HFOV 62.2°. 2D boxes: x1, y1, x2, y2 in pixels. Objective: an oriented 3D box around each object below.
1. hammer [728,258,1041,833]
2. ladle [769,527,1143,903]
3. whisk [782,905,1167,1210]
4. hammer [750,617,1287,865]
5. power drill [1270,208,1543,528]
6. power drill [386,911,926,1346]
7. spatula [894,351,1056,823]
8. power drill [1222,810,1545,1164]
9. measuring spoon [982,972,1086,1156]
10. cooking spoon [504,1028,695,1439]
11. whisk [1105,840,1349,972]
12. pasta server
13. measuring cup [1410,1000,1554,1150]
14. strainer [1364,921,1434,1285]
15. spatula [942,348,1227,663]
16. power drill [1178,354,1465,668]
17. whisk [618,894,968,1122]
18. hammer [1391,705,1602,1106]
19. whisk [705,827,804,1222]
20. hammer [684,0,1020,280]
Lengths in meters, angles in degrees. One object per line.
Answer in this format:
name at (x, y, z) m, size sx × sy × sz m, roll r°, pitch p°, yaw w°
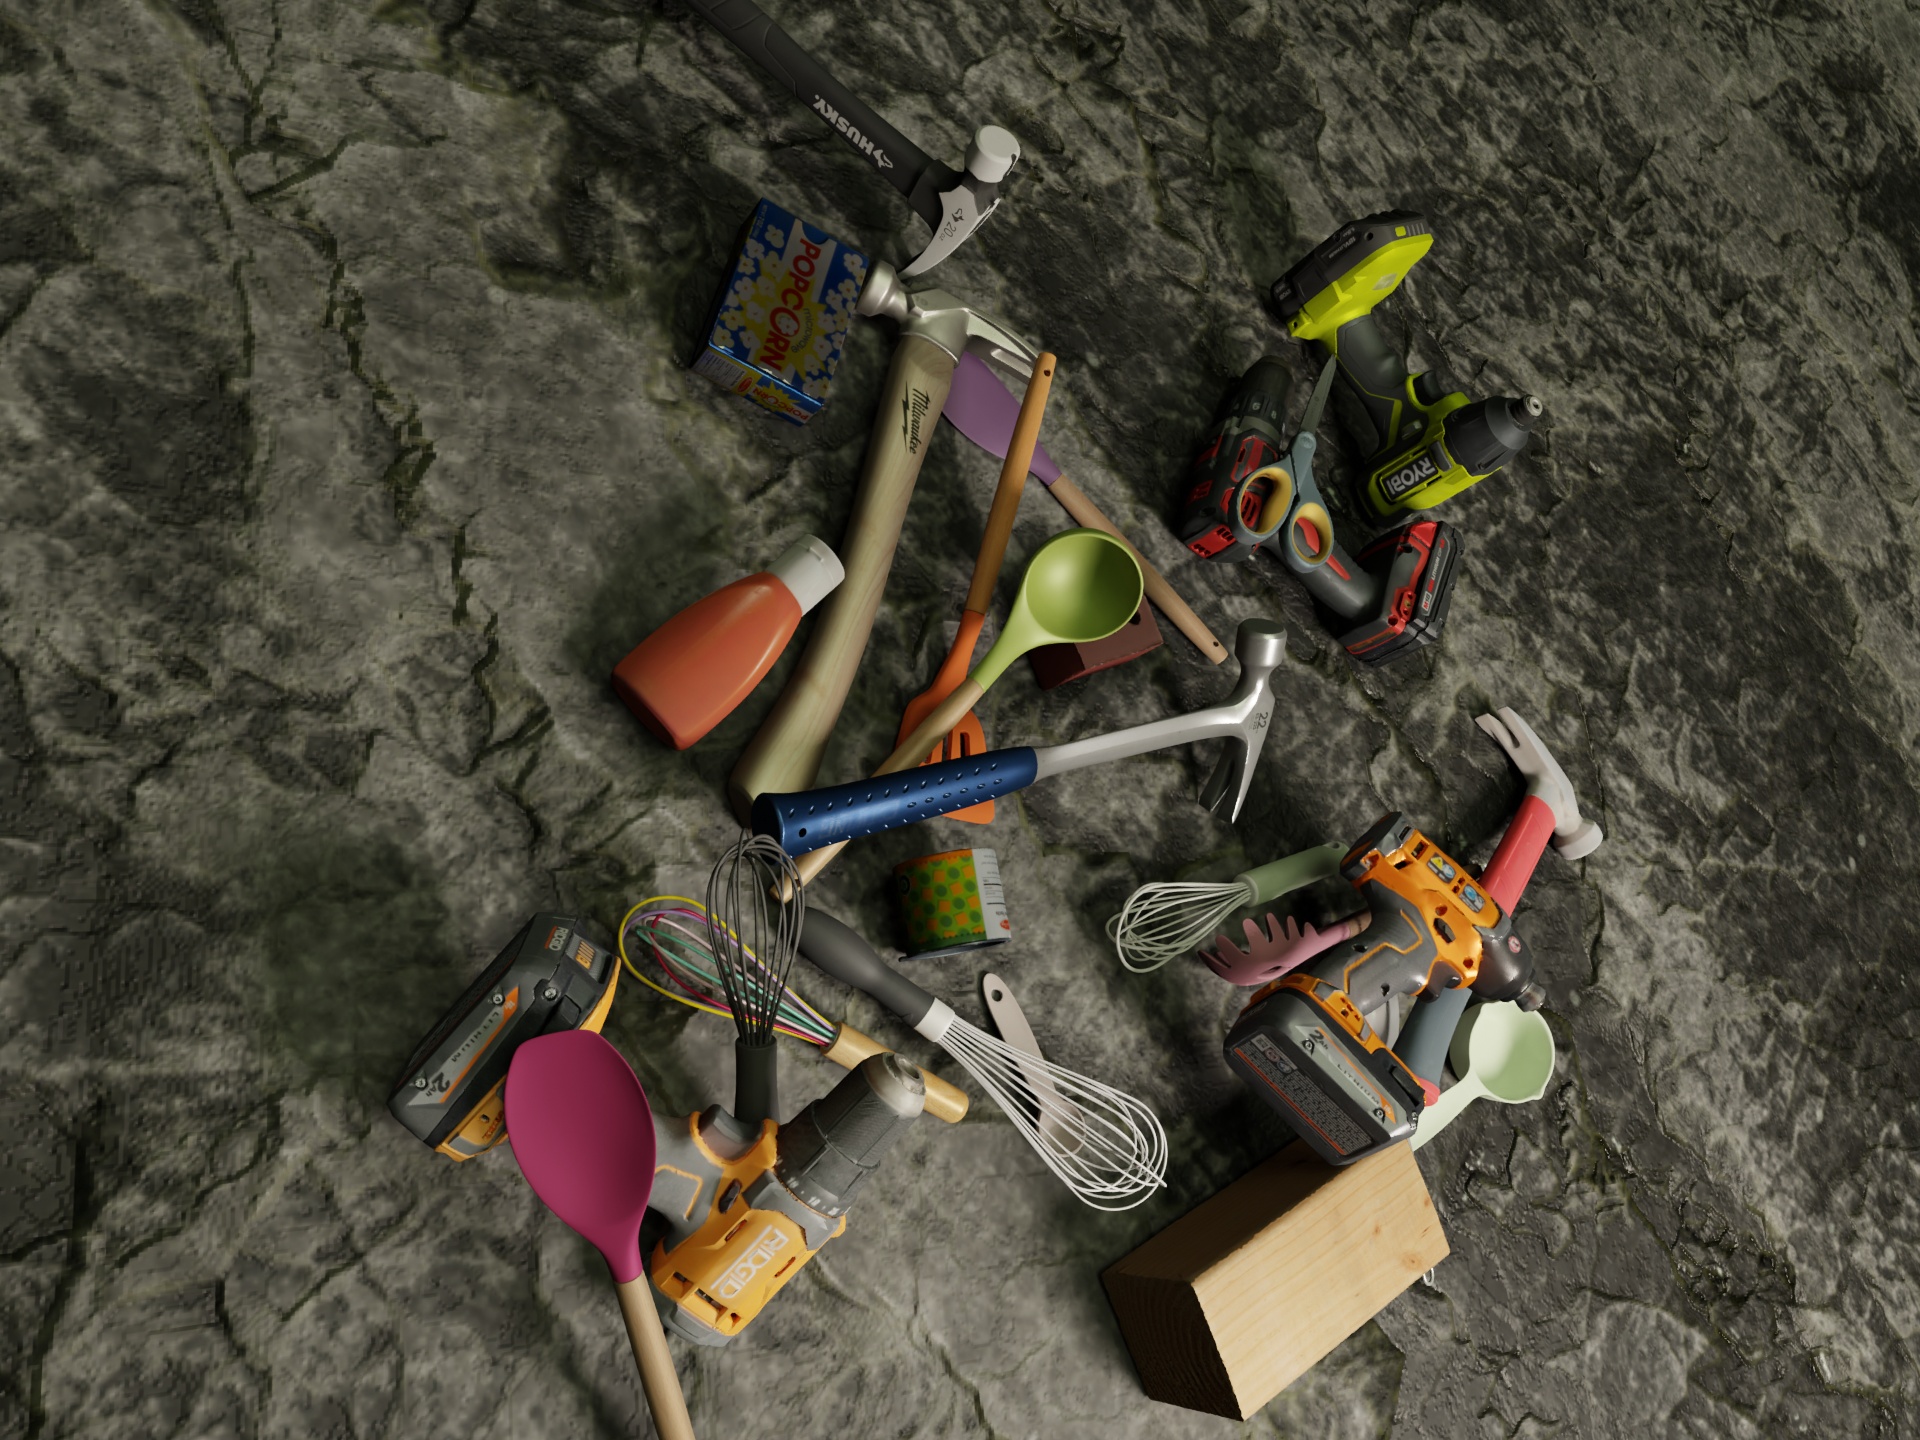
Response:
hammer at (-0.052, -0.108, 1.034) m, size 0.146 × 0.038 × 0.411 m, roll 25°, pitch 65°, yaw -18°
ladle at (-0.002, -0.003, 0.993) m, size 0.320 × 0.062 × 0.078 m, roll -47°, pitch 115°, yaw -20°
whisk at (0.010, 0.199, 0.956) m, size 0.284 × 0.070 × 0.070 m, roll 37°, pitch 58°, yaw -5°
hammer at (0.052, 0.032, 1.009) m, size 0.405 × 0.035 × 0.144 m, roll -12°, pitch 120°, yaw -35°
power drill at (0.357, -0.287, 1.277) m, size 0.080 × 0.171 × 0.223 m, roll -22°, pitch 84°, yaw -35°
power drill at (-0.146, 0.194, 0.809) m, size 0.226 × 0.084 × 0.185 m, roll 41°, pitch 100°, yaw -14°
spatula at (0.021, -0.094, 1.053) m, size 0.081 × 0.041 × 0.323 m, roll 19°, pitch 82°, yaw -26°
power drill at (0.291, 0.183, 1.051) m, size 0.164 × 0.084 × 0.226 m, roll 44°, pitch 53°, yaw 5°
measuring spoon at (0.041, 0.219, 1.011) m, size 0.034 × 0.018 × 0.124 m, roll -20°, pitch 79°, yaw -32°
cooking spoon at (-0.158, 0.294, 0.785) m, size 0.069 × 0.017 × 0.318 m, roll -11°, pitch 106°, yaw 1°
whisk at (0.195, 0.123, 1.119) m, size 0.246 × 0.058 × 0.059 m, roll -13°, pitch 105°, yaw -38°
pasta server at (0.293, 0.141, 1.173) m, size 0.316 × 0.060 × 0.040 m, roll -13°, pitch 65°, yaw -40°
measuring cup at (0.371, 0.273, 1.192) m, size 0.167 × 0.038 × 0.083 m, roll -33°, pitch 92°, yaw -18°
strainer at (0.303, 0.274, 1.137) m, size 0.086 × 0.050 × 0.258 m, roll -4°, pitch 80°, yaw -53°
spatula at (0.084, -0.155, 1.152) m, size 0.315 × 0.018 × 0.060 m, roll 45°, pitch 58°, yaw -11°
power drill at (0.284, -0.166, 1.249) m, size 0.226 × 0.080 × 0.188 m, roll 32°, pitch 61°, yaw -16°
whisk at (-0.090, 0.171, 0.924) m, size 0.244 × 0.051 × 0.047 m, roll 34°, pitch 54°, yaw -22°
hammer at (0.386, 0.140, 1.203) m, size 0.143 × 0.038 × 0.386 m, roll 53°, pitch 47°, yaw -7°
whisk at (-0.112, 0.175, 0.866) m, size 0.055 × 0.055 × 0.239 m, roll -7°, pitch 104°, yaw -34°
hammer at (-0.116, -0.438, 1.072) m, size 0.335 × 0.146 × 0.035 m, roll 41°, pitch 57°, yaw -1°
